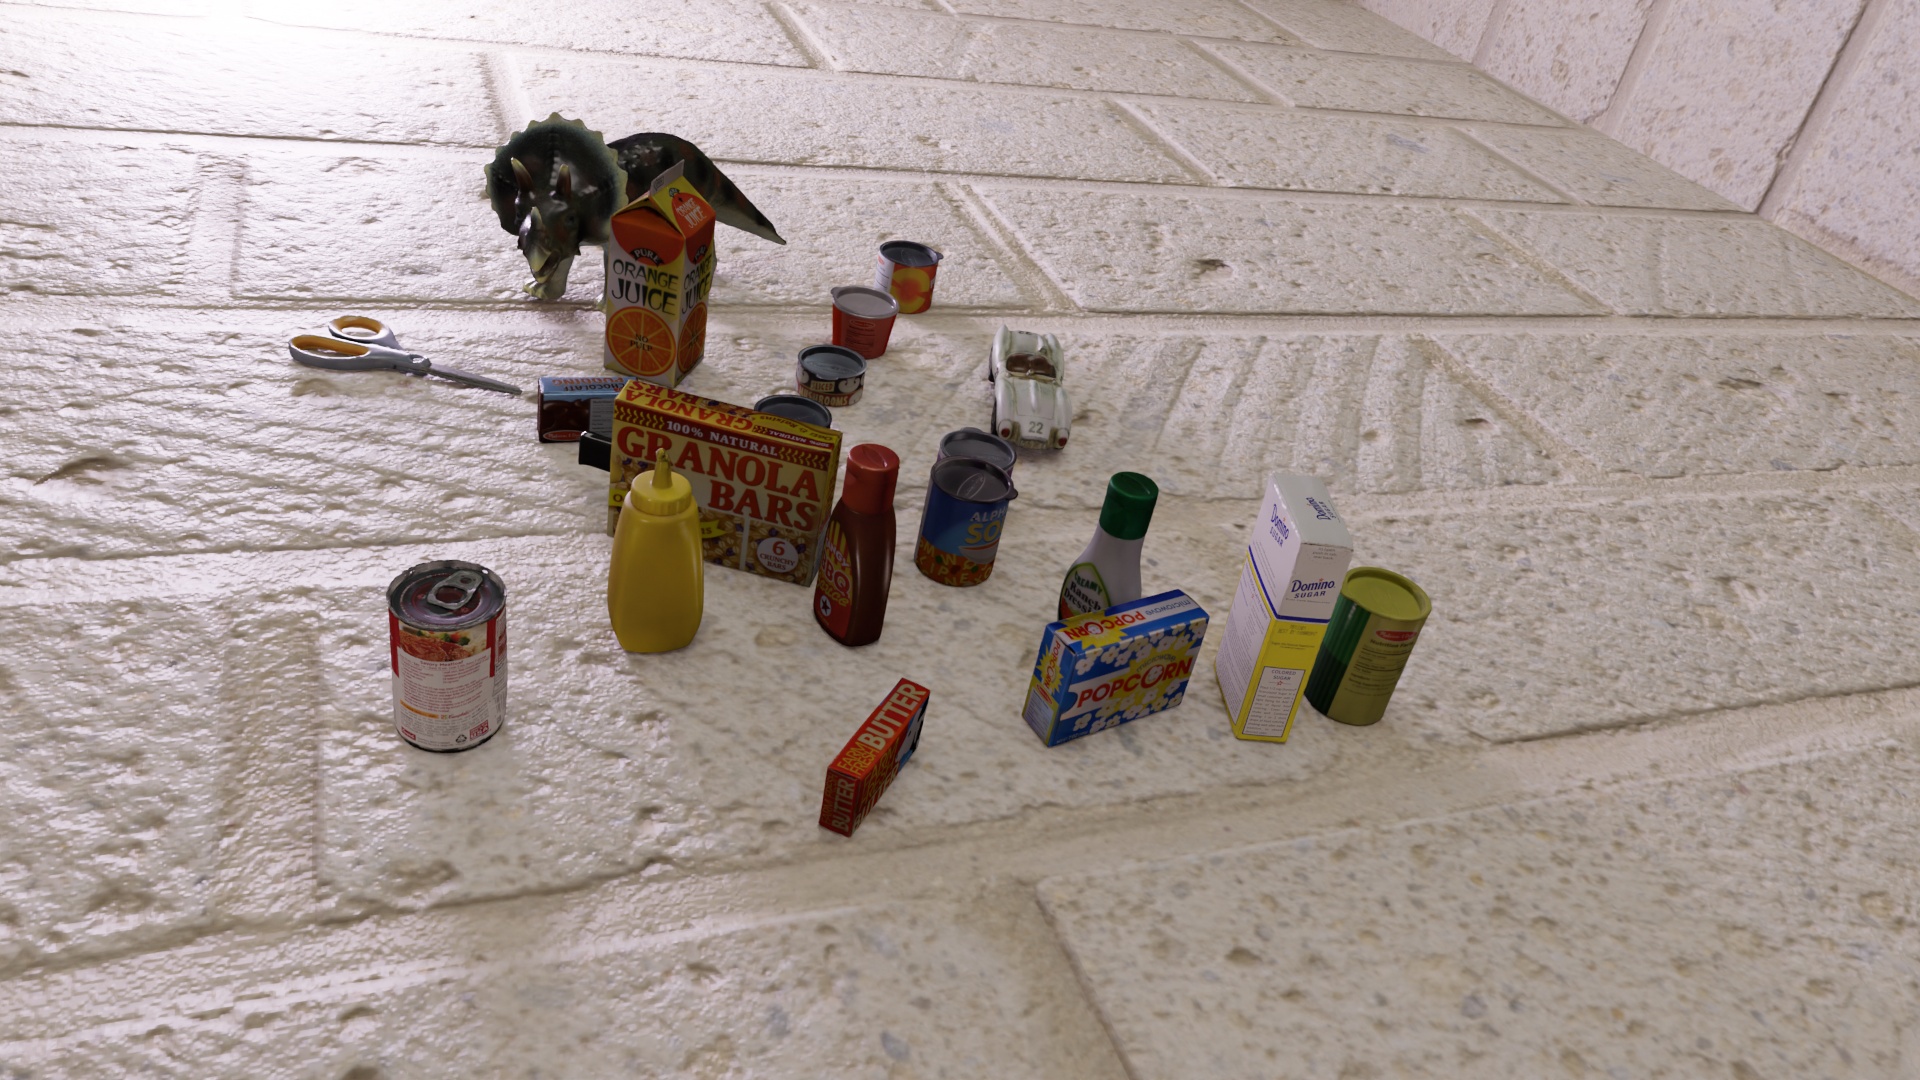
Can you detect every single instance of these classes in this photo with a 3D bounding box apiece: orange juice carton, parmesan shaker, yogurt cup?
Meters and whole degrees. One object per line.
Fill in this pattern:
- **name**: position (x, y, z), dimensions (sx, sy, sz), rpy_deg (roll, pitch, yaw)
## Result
- **orange juice carton**: position (-0.270, -0.243, 1.254), dimensions (0.073, 0.191, 0.072), rpy_deg (17, 33, 6)
- **parmesan shaker**: position (0.301, 0.079, 1.046), dimensions (0.071, 0.102, 0.072), rpy_deg (9, 33, -6)
- **yogurt cup**: position (-0.099, -0.218, 1.399), dimensions (0.072, 0.053, 0.073), rpy_deg (9, 34, -6)

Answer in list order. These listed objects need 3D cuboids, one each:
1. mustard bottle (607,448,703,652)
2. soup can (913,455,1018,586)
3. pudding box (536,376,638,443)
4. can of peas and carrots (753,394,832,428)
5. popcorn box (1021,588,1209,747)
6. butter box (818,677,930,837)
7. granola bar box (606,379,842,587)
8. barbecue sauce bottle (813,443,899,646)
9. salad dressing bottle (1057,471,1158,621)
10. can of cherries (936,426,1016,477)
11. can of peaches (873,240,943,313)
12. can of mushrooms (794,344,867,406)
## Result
- **mustard bottle**: position (-0.204, 0.003, 0.941), dimensions (0.065, 0.159, 0.049), rpy_deg (-2, 36, -21)
- **soup can**: position (0.004, -0.014, 1.103), dimensions (0.071, 0.083, 0.072), rpy_deg (9, 34, -6)
- **pudding box**: position (-0.314, -0.111, 1.173), dimensions (0.084, 0.049, 0.030), rpy_deg (-4, 37, -23)
- **can of peas and carrots**: position (-0.144, -0.082, 1.179), dimensions (0.071, 0.058, 0.071), rpy_deg (9, 34, -6)
- **popcorn box**: position (0.111, 0.089, 0.985), dimensions (0.127, 0.084, 0.038), rpy_deg (-12, 41, -32)
- **butter box**: position (-0.054, 0.138, 0.888), dimensions (0.024, 0.052, 0.104), rpy_deg (22, 35, 14)
- **granola bar box**: position (-0.180, -0.042, 1.048), dimensions (0.166, 0.123, 0.039), rpy_deg (14, 33, 2)
- **barbecue sauce bottle**: position (-0.072, 0.002, 0.997), dimensions (0.044, 0.147, 0.065), rpy_deg (-11, 40, -32)
- **salad dressing bottle**: position (0.111, 0.019, 1.033), dimensions (0.044, 0.146, 0.064), rpy_deg (-16, 43, -36)
- **can of cherries**: position (0.010, -0.055, 1.189), dimensions (0.071, 0.058, 0.072), rpy_deg (9, 34, -6)
- **can of peaches**: position (-0.057, -0.286, 1.508), dimensions (0.071, 0.057, 0.071), rpy_deg (9, 34, -6)
- **can of mushrooms**: position (-0.124, -0.155, 1.316), dimensions (0.071, 0.033, 0.071), rpy_deg (9, 34, -6)
